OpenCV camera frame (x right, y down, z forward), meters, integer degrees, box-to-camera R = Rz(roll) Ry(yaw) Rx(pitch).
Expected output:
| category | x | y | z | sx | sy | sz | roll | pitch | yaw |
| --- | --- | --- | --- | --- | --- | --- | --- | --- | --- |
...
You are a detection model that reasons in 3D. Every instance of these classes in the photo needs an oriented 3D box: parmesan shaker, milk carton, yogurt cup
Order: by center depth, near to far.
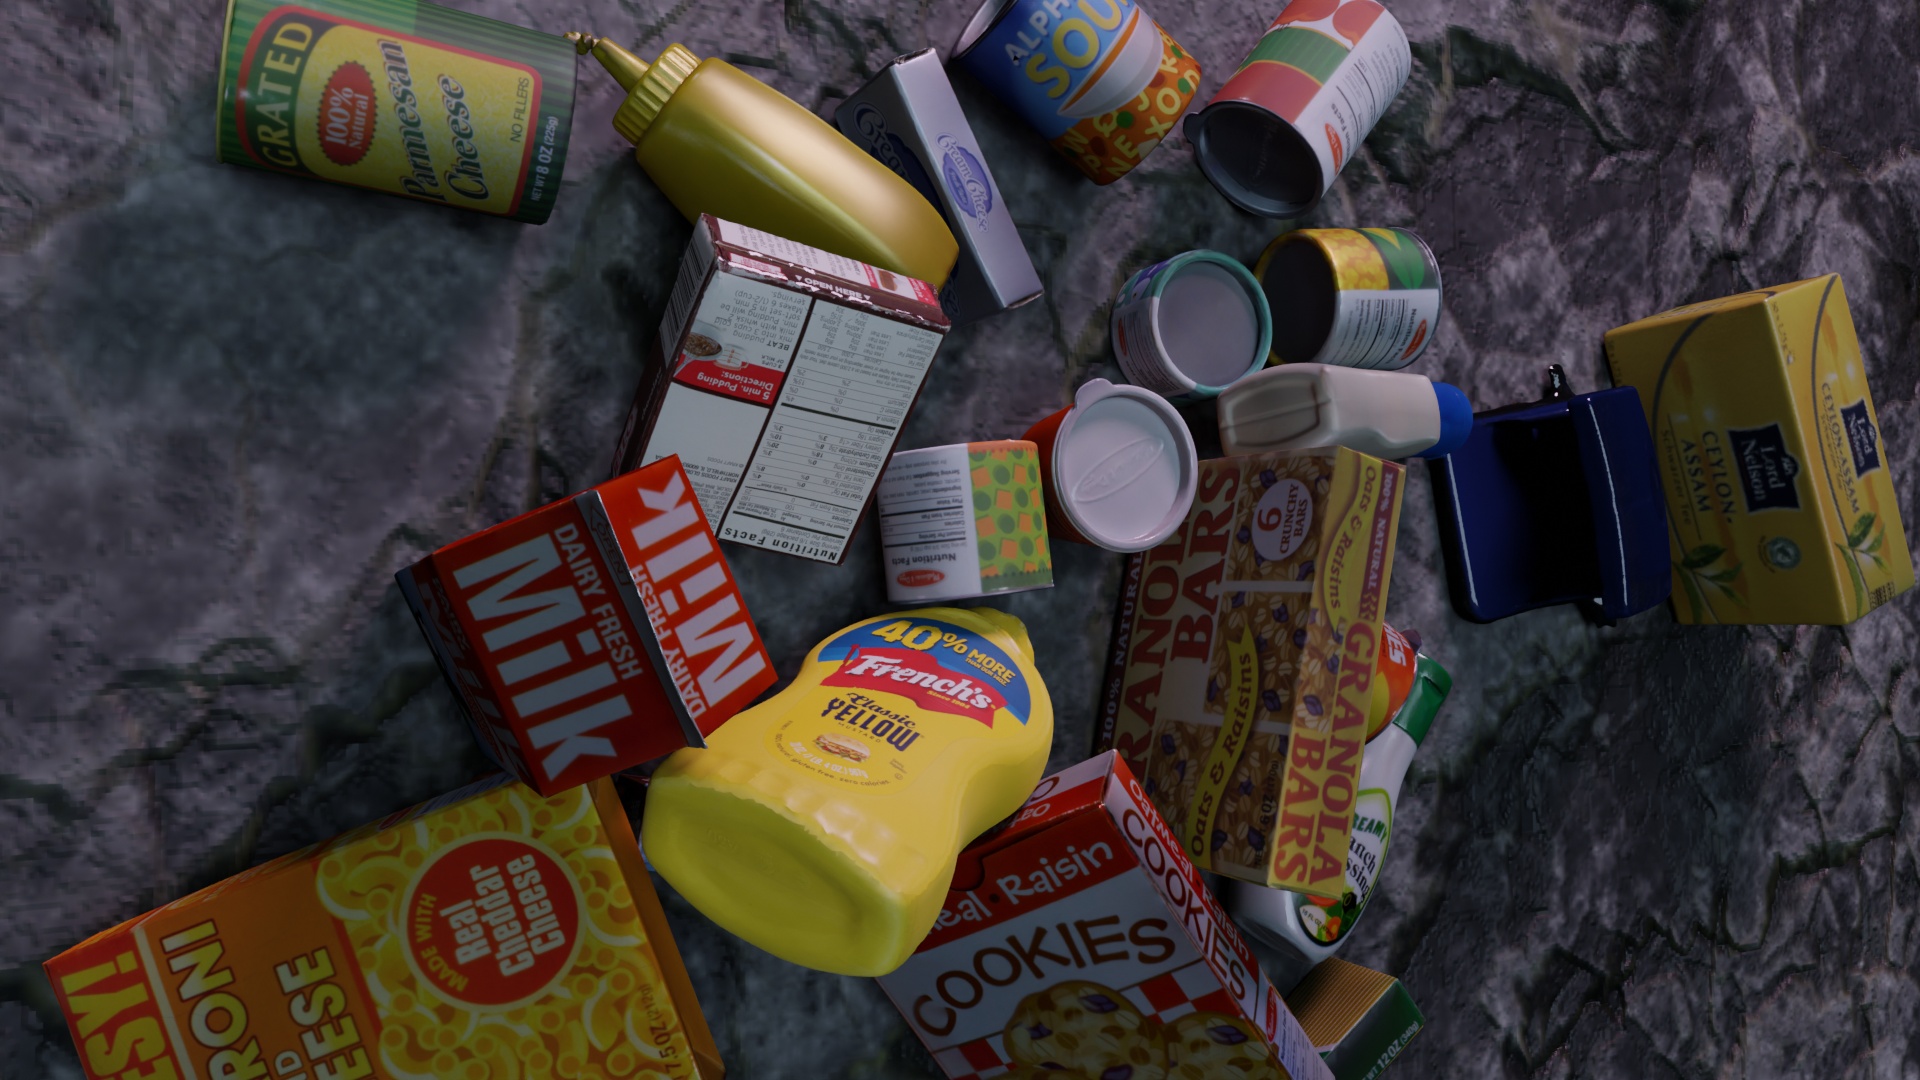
| category | x | y | z | sx | sy | sz | roll | pitch | yaw |
| --- | --- | --- | --- | --- | --- | --- | --- | --- | --- |
| milk carton | -0.115 | 0.024 | 0.418 | 0.074 | 0.190 | 0.072 | -26 | 99 | -24 |
| parmesan shaker | -0.185 | -0.150 | 0.462 | 0.103 | 0.071 | 0.071 | 7 | 84 | -25 |
| yogurt cup | 0.056 | -0.028 | 0.579 | 0.072 | 0.054 | 0.072 | 1 | 87 | -25 |

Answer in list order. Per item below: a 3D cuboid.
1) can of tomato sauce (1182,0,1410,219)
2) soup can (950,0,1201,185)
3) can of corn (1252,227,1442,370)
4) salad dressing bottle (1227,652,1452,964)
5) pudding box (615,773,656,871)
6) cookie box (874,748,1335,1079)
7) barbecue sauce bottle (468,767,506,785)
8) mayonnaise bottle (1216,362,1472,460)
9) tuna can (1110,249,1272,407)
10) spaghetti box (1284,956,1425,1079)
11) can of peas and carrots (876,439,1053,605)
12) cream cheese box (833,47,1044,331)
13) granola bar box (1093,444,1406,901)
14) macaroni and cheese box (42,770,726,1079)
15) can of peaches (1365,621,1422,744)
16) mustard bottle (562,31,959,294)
| category | x | y | z | sx | sy | sz | roll | pitch | yaw |
| --- | --- | --- | --- | --- | --- | --- | --- | --- | --- |
| can of tomato sauce | 0.153 | -0.199 | 0.629 | 0.071 | 0.071 | 0.083 | 44 | 70 | -17 |
| soup can | 0.049 | -0.199 | 0.575 | 0.083 | 0.071 | 0.071 | 36 | 73 | -20 |
| can of corn | 0.172 | -0.110 | 0.634 | 0.058 | 0.071 | 0.071 | -6 | 90 | -25 |
| salad dressing bottle | 0.176 | 0.117 | 0.633 | 0.064 | 0.044 | 0.148 | 41 | 71 | -23 |
| pudding box | -0.082 | 0.106 | 0.508 | 0.084 | 0.049 | 0.030 | 11 | 81 | -24 |
| cookie box | 0.047 | 0.174 | 0.530 | 0.167 | 0.122 | 0.040 | 56 | 24 | -13 |
| barbecue sauce bottle | -0.138 | 0.151 | 0.482 | 0.065 | 0.043 | 0.148 | -12 | 92 | -18 |
| mayonnaise bottle | 0.180 | -0.055 | 0.624 | 0.148 | 0.064 | 0.041 | -4 | 85 | -45 |
| tuna can | 0.105 | -0.095 | 0.617 | 0.071 | 0.033 | 0.071 | 1 | 87 | -25 |
| spaghetti box | 0.098 | 0.273 | 0.584 | 0.251 | 0.050 | 0.028 | -37 | 101 | -22 |
| can of peas and carrots | 0.002 | -0.007 | 0.547 | 0.071 | 0.071 | 0.058 | -6 | 90 | -26 |
| cream cheese box | -0.010 | -0.136 | 0.554 | 0.024 | 0.053 | 0.103 | -31 | 101 | -29 |
| granola bar box | 0.109 | 0.049 | 0.560 | 0.039 | 0.124 | 0.165 | 16 | 80 | -27 |
| macaroni and cheese box | -0.174 | 0.151 | 0.434 | 0.167 | 0.040 | 0.123 | -21 | 92 | -6 |
| can of peaches | 0.159 | 0.050 | 0.615 | 0.058 | 0.071 | 0.071 | 37 | 73 | -19 |
| mustard bottle | -0.077 | -0.138 | 0.516 | 0.160 | 0.065 | 0.049 | 38 | 50 | -16 |
